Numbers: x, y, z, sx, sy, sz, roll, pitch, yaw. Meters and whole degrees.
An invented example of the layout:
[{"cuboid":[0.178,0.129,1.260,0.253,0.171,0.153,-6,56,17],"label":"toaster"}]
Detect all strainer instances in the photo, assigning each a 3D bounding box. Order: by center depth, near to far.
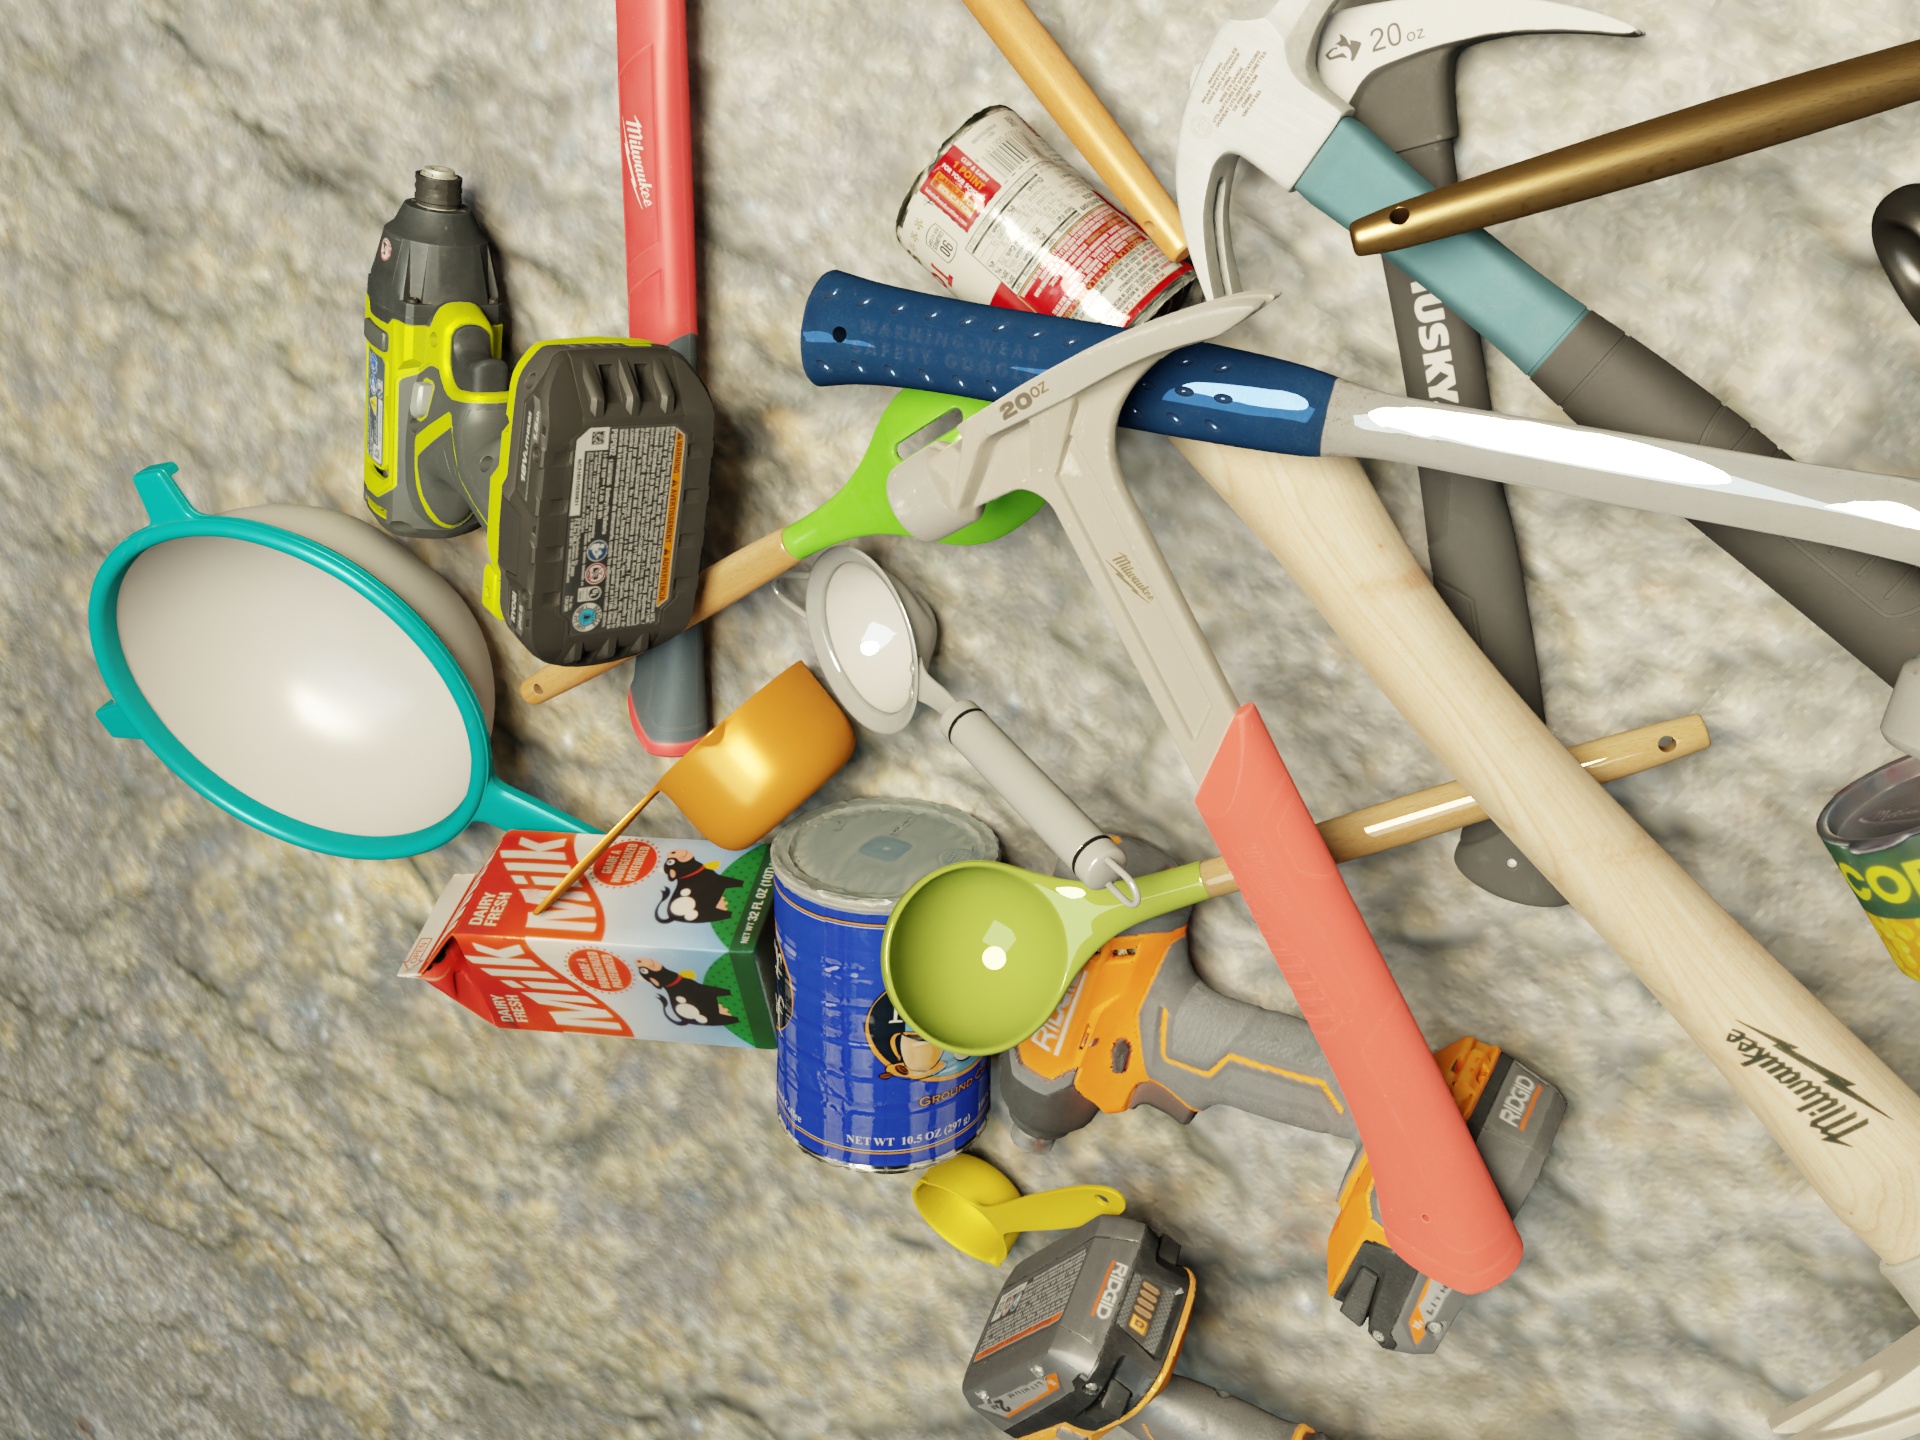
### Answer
[{"cuboid":[-0.001,-0.002,0.658,0.259,0.050,0.086,46,142,43],"label":"strainer"},{"cuboid":[-0.267,-0.004,0.827,0.340,0.095,0.211,28,131,-9],"label":"strainer"}]

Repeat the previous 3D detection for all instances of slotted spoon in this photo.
[{"cuboid":[-0.089,-0.064,0.684,0.314,0.031,0.070,-23,102,34],"label":"slotted spoon"}]

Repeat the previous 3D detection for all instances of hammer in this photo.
[{"cuboid":[0.132,-0.102,0.515,0.406,0.035,0.144,15,113,21],"label":"hammer"},{"cuboid":[0.206,-0.115,0.516,0.331,0.033,0.128,42,123,8],"label":"hammer"},{"cuboid":[0.206,0.048,0.543,0.146,0.038,0.411,-42,79,15],"label":"hammer"},{"cuboid":[0.115,0.040,0.547,0.149,0.037,0.359,-22,102,35],"label":"hammer"},{"cuboid":[0.188,-0.088,0.578,0.146,0.035,0.334,-6,106,30],"label":"hammer"},{"cuboid":[-0.120,-0.159,0.696,0.143,0.038,0.386,20,120,35],"label":"hammer"}]

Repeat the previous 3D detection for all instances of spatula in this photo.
[{"cuboid":[-0.019,-0.293,0.584,0.323,0.041,0.081,54,153,7],"label":"spatula"}]

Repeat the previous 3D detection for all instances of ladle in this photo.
[{"cuboid":[0.270,-0.184,0.454,0.315,0.031,0.069,-13,72,14],"label":"ladle"},{"cuboid":[0.116,0.056,0.600,0.320,0.062,0.078,-20,92,20],"label":"ladle"}]

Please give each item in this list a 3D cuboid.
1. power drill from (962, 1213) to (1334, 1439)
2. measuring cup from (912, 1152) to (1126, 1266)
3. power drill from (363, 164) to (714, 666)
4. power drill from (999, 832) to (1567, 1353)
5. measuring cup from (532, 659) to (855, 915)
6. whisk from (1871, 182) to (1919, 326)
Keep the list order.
[{"cuboid":[0.134,0.309,0.692,0.226,0.084,0.185,33,141,-3],"label":"power drill"},{"cuboid":[0.033,0.226,0.758,0.062,0.029,0.156,49,141,-9],"label":"measuring cup"},{"cuboid":[-0.201,-0.135,0.701,0.223,0.080,0.171,37,126,40],"label":"power drill"},{"cuboid":[0.120,0.167,0.687,0.227,0.084,0.164,28,120,20],"label":"power drill"},{"cuboid":[-0.121,0.048,0.736,0.173,0.095,0.052,-43,93,5],"label":"measuring cup"},{"cuboid":[0.373,-0.042,0.487,0.073,0.073,0.296,-36,85,33],"label":"whisk"}]
